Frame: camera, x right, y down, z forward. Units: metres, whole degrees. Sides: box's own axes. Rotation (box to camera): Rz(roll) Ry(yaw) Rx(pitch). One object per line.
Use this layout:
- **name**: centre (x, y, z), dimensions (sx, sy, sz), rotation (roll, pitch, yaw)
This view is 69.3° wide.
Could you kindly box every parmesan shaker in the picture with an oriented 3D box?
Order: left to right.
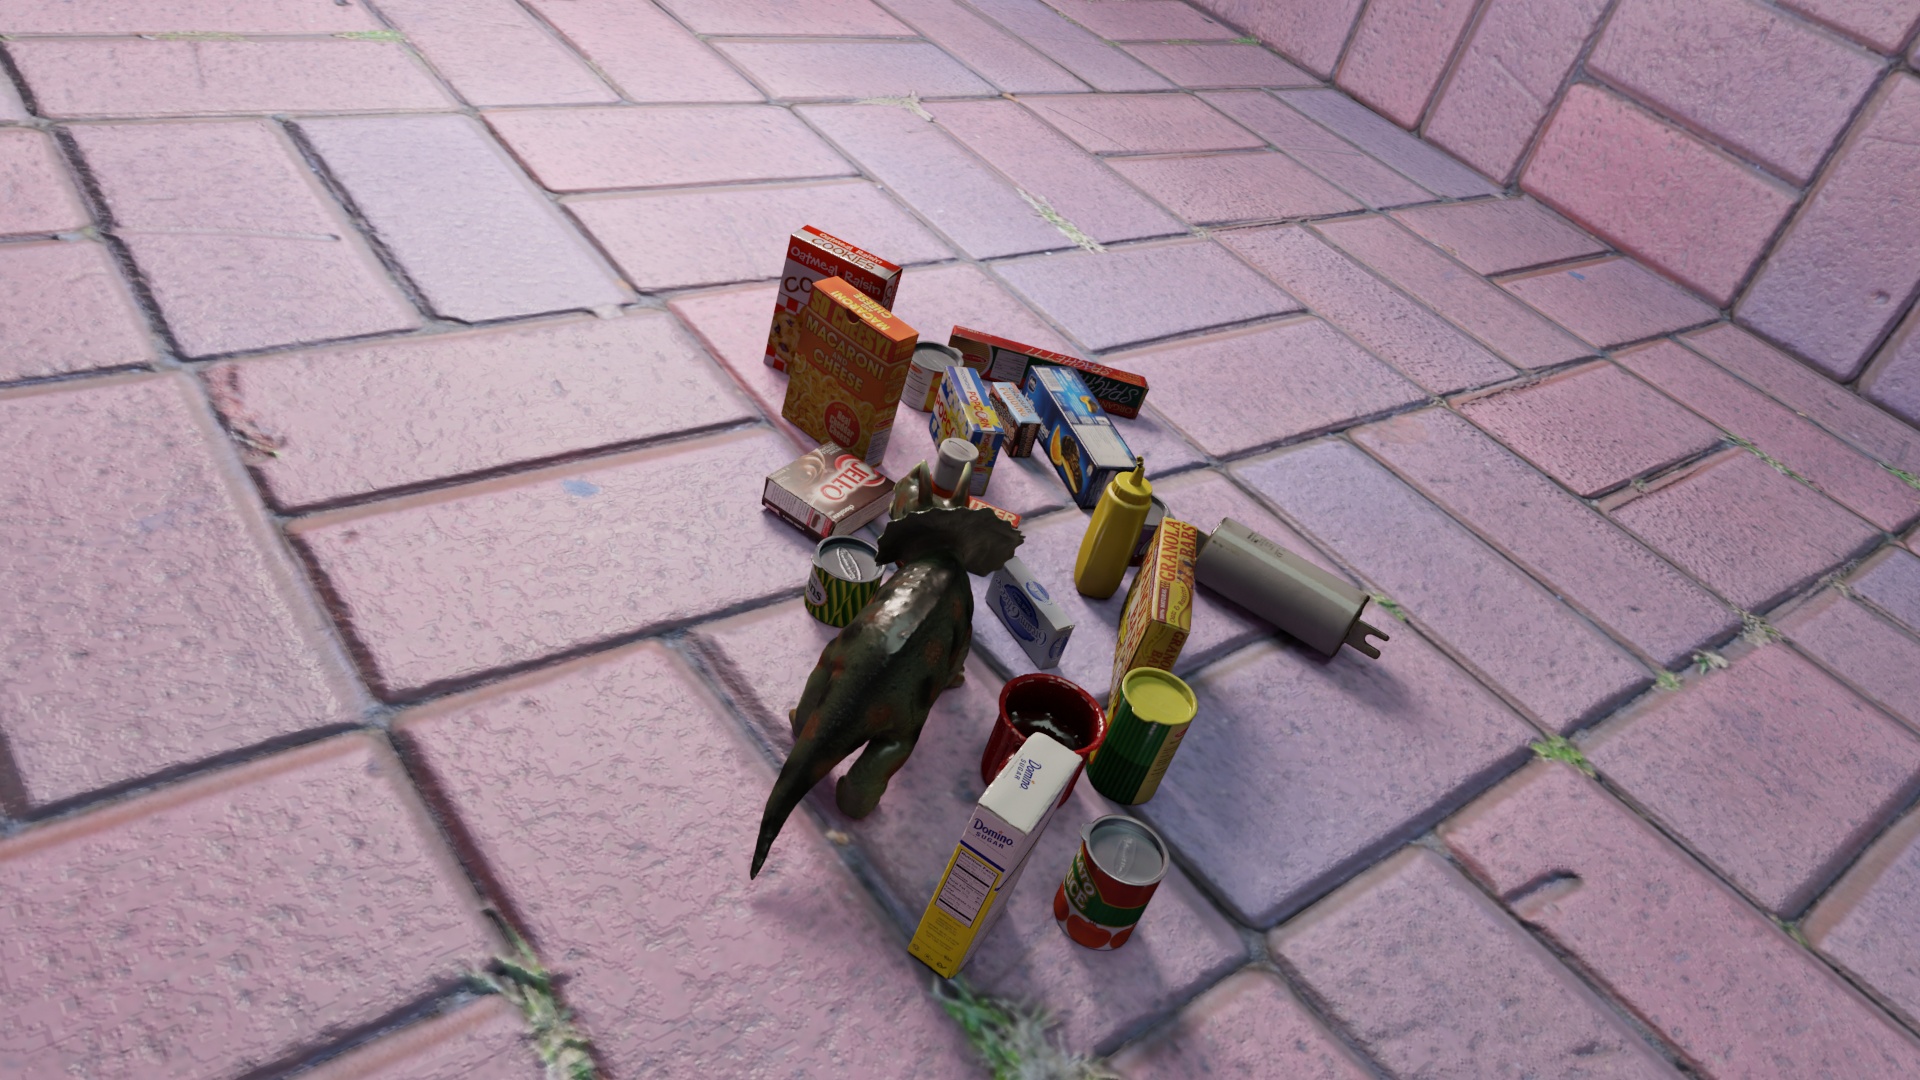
- **parmesan shaker**: centre (0.151, 0.168, 1.181), dimensions (0.071, 0.102, 0.072), rotation (12, 36, -9)

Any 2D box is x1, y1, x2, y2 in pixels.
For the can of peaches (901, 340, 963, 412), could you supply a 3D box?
- **can of peaches**: centre (-0.034, -0.190, 1.606), dimensions (0.071, 0.057, 0.071), rotation (12, 36, -9)

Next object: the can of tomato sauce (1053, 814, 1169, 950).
- **can of tomato sauce**: centre (0.112, 0.261, 1.060), dimensions (0.071, 0.082, 0.071), rotation (12, 36, -9)

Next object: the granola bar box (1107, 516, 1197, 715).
- **granola bar box**: centre (0.180, 0.074, 1.300), dimensions (0.039, 0.123, 0.166), rotation (18, 36, -1)

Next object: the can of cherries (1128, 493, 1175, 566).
- **can of cherries**: centre (0.185, -0.013, 1.472), dimensions (0.071, 0.058, 0.072), rotation (12, 36, -9)

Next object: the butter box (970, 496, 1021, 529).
- **butter box**: centre (0.005, -0.018, 1.402), dimensions (0.103, 0.052, 0.024), rotation (22, 36, 4)

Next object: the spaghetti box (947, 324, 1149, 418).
- **spaghetti box**: centre (0.104, -0.204, 1.693), dimensions (0.250, 0.049, 0.029), rotation (14, 36, -6)

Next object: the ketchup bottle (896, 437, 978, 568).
- **ketchup bottle**: centre (-0.019, -0.029, 1.325), dimensions (0.065, 0.148, 0.044), rotation (37, 40, 24)

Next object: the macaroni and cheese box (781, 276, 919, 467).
- **macaroni and cheese box**: centre (-0.118, -0.172, 1.454), dimensions (0.124, 0.165, 0.040), rotation (37, 39, 23)

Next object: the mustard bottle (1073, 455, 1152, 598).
- **mustard bottle**: centre (0.156, -0.017, 1.378), dimensions (0.049, 0.159, 0.066), rotation (14, 36, -6)

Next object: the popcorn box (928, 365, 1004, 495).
- **popcorn box**: centre (0.005, -0.121, 1.509), dimensions (0.038, 0.084, 0.127), rotation (3, 39, -21)

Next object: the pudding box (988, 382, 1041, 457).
- **pudding box**: centre (0.059, -0.139, 1.588), dimensions (0.030, 0.049, 0.084), rotation (-2, 41, -26)

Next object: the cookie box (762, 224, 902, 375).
- **cookie box**: centre (-0.143, -0.249, 1.542), dimensions (0.123, 0.166, 0.040), rotation (27, 36, 11)

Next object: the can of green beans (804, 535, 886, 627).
- **can of green beans**: centre (-0.107, 0.038, 1.276), dimensions (0.071, 0.057, 0.071), rotation (12, 36, -9)

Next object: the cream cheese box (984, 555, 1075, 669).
- **cream cheese box**: centre (0.065, 0.068, 1.316), dimensions (0.024, 0.053, 0.104), rotation (-9, 44, -33)
